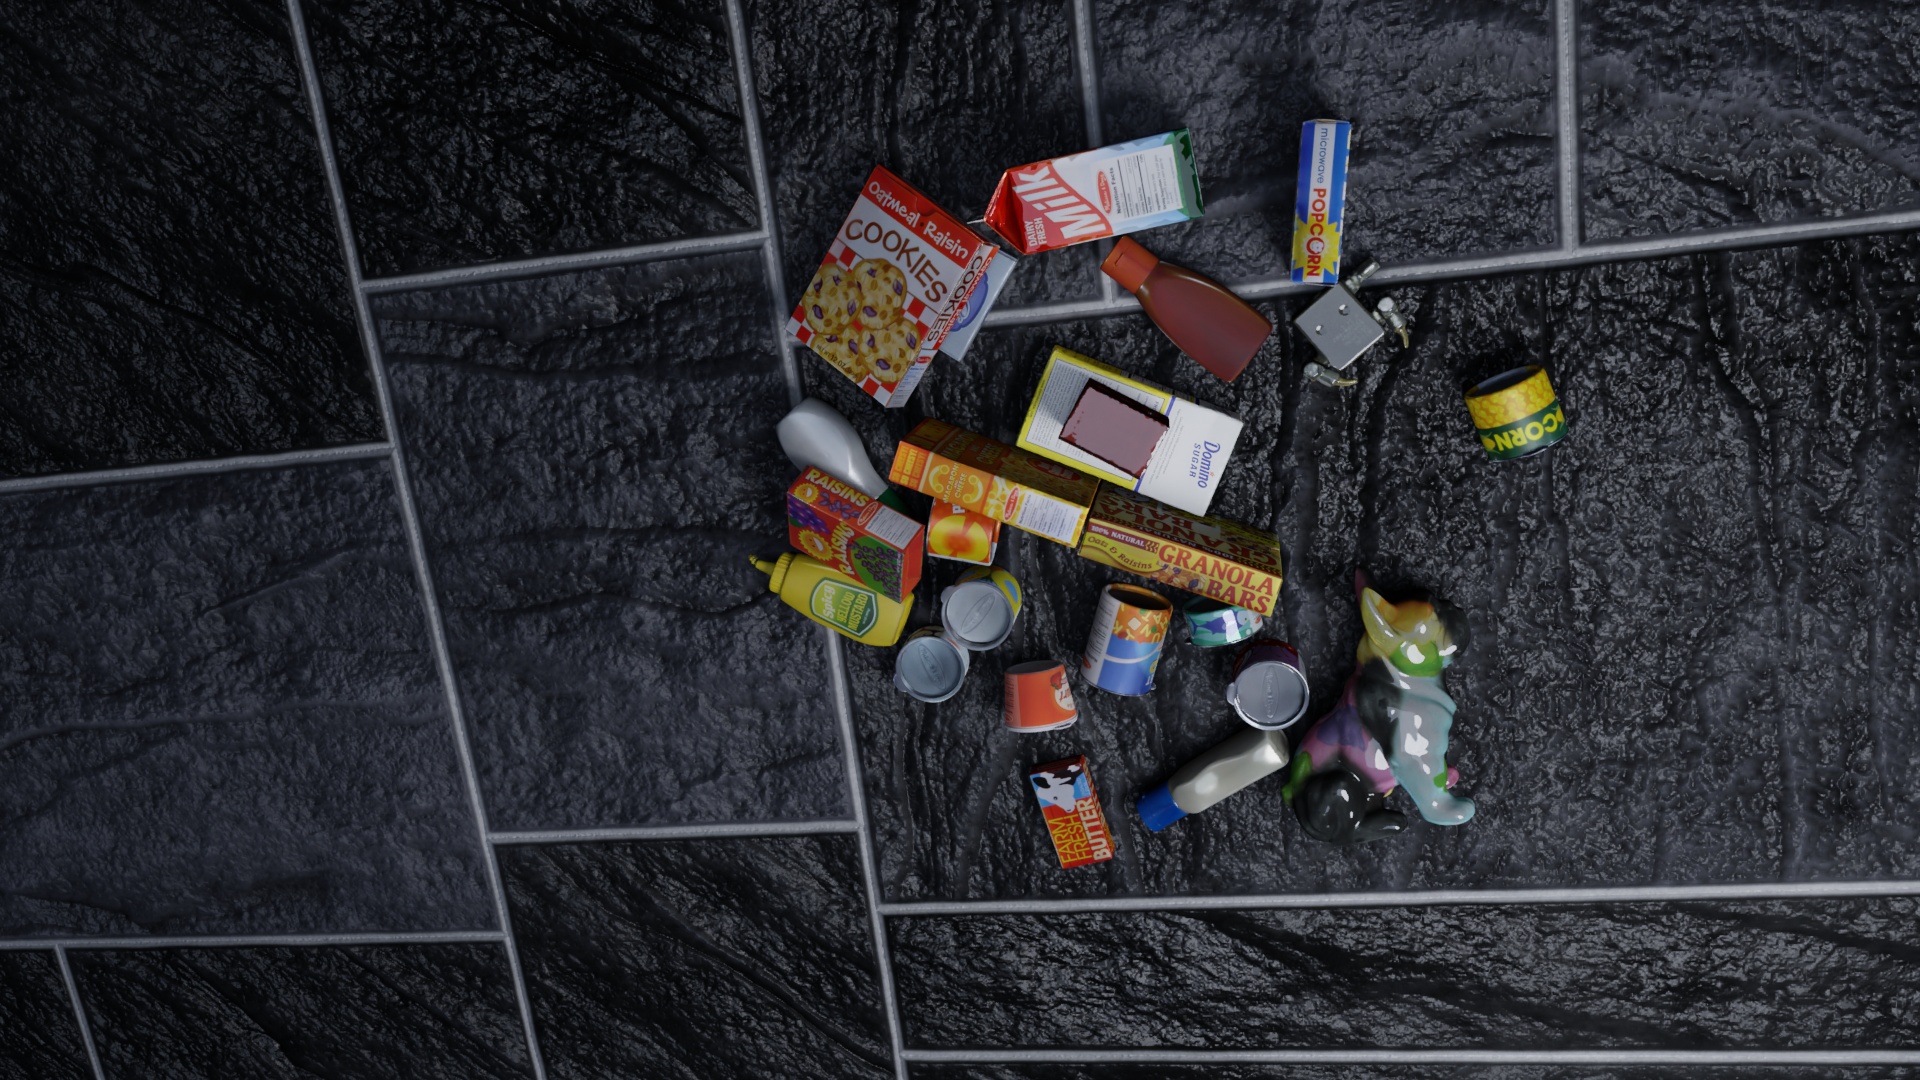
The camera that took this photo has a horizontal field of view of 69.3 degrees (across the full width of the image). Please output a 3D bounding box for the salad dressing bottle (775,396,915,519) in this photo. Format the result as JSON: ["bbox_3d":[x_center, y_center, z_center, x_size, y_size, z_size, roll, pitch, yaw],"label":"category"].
[{"bbox_3d":[-0.103,-0.064,1.268,0.064,0.044,0.147,-40,97,24],"label":"salad dressing bottle"}]

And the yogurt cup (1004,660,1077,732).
[{"bbox_3d":[0.071,0.142,1.282,0.072,0.072,0.054,-7,96,12],"label":"yogurt cup"}]

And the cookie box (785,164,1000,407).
[{"bbox_3d":[-0.061,-0.218,1.201,0.123,0.040,0.167,39,110,17],"label":"cookie box"}]

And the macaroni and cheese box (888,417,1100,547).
[{"bbox_3d":[0.032,-0.053,1.203,0.166,0.124,0.040,20,107,5],"label":"macaroni and cheese box"}]

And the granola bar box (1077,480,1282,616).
[{"bbox_3d":[0.190,0.003,1.189,0.166,0.124,0.039,18,109,5],"label":"granola bar box"}]

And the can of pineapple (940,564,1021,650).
[{"bbox_3d":[0.019,0.059,1.270,0.071,0.058,0.070,3,106,10],"label":"can of pineapple"}]

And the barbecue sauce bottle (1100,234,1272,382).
[{"bbox_3d":[0.188,-0.201,1.175,0.148,0.044,0.064,36,108,0],"label":"barbecue sauce bottle"}]

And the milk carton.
[{"bbox_3d":[0.102,-0.286,1.153,0.190,0.072,0.073,-10,103,12],"label":"milk carton"}]

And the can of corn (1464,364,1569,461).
[{"bbox_3d":[0.455,-0.104,1.137,0.071,0.071,0.058,-23,99,16],"label":"can of corn"}]

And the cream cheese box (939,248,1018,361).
[{"bbox_3d":[0.003,-0.215,1.216,0.053,0.024,0.103,31,108,1],"label":"cream cheese box"}]

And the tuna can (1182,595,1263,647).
[{"bbox_3d":[0.229,0.068,1.230,0.071,0.071,0.032,-15,101,14],"label":"tuna can"}]

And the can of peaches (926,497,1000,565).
[{"bbox_3d":[0.004,-0.016,1.248,0.058,0.071,0.071,10,107,7],"label":"can of peaches"}]

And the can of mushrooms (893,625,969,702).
[{"bbox_3d":[-0.028,0.116,1.308,0.071,0.033,0.070,3,106,9],"label":"can of mushrooms"}]

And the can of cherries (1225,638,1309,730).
[{"bbox_3d":[0.274,0.127,1.242,0.071,0.058,0.071,3,107,10],"label":"can of cherries"}]

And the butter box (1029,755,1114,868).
[{"bbox_3d":[0.107,0.260,1.327,0.053,0.024,0.103,-17,101,15],"label":"butter box"}]

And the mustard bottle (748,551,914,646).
[{"bbox_3d":[-0.127,0.047,1.299,0.160,0.049,0.065,20,106,5],"label":"mustard bottle"}]

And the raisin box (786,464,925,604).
[{"bbox_3d":[-0.094,-0.005,1.247,0.123,0.040,0.085,27,148,14],"label":"raisin box"}]

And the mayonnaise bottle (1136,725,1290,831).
[{"bbox_3d":[0.231,0.218,1.275,0.147,0.065,0.041,-36,94,21],"label":"mayonnaise bottle"}]

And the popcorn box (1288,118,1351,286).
[{"bbox_3d":[0.288,-0.272,1.115,0.038,0.085,0.126,4,107,11],"label":"popcorn box"}]

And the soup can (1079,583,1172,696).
[{"bbox_3d":[0.152,0.089,1.251,0.071,0.071,0.083,15,107,6],"label":"soup can"}]
